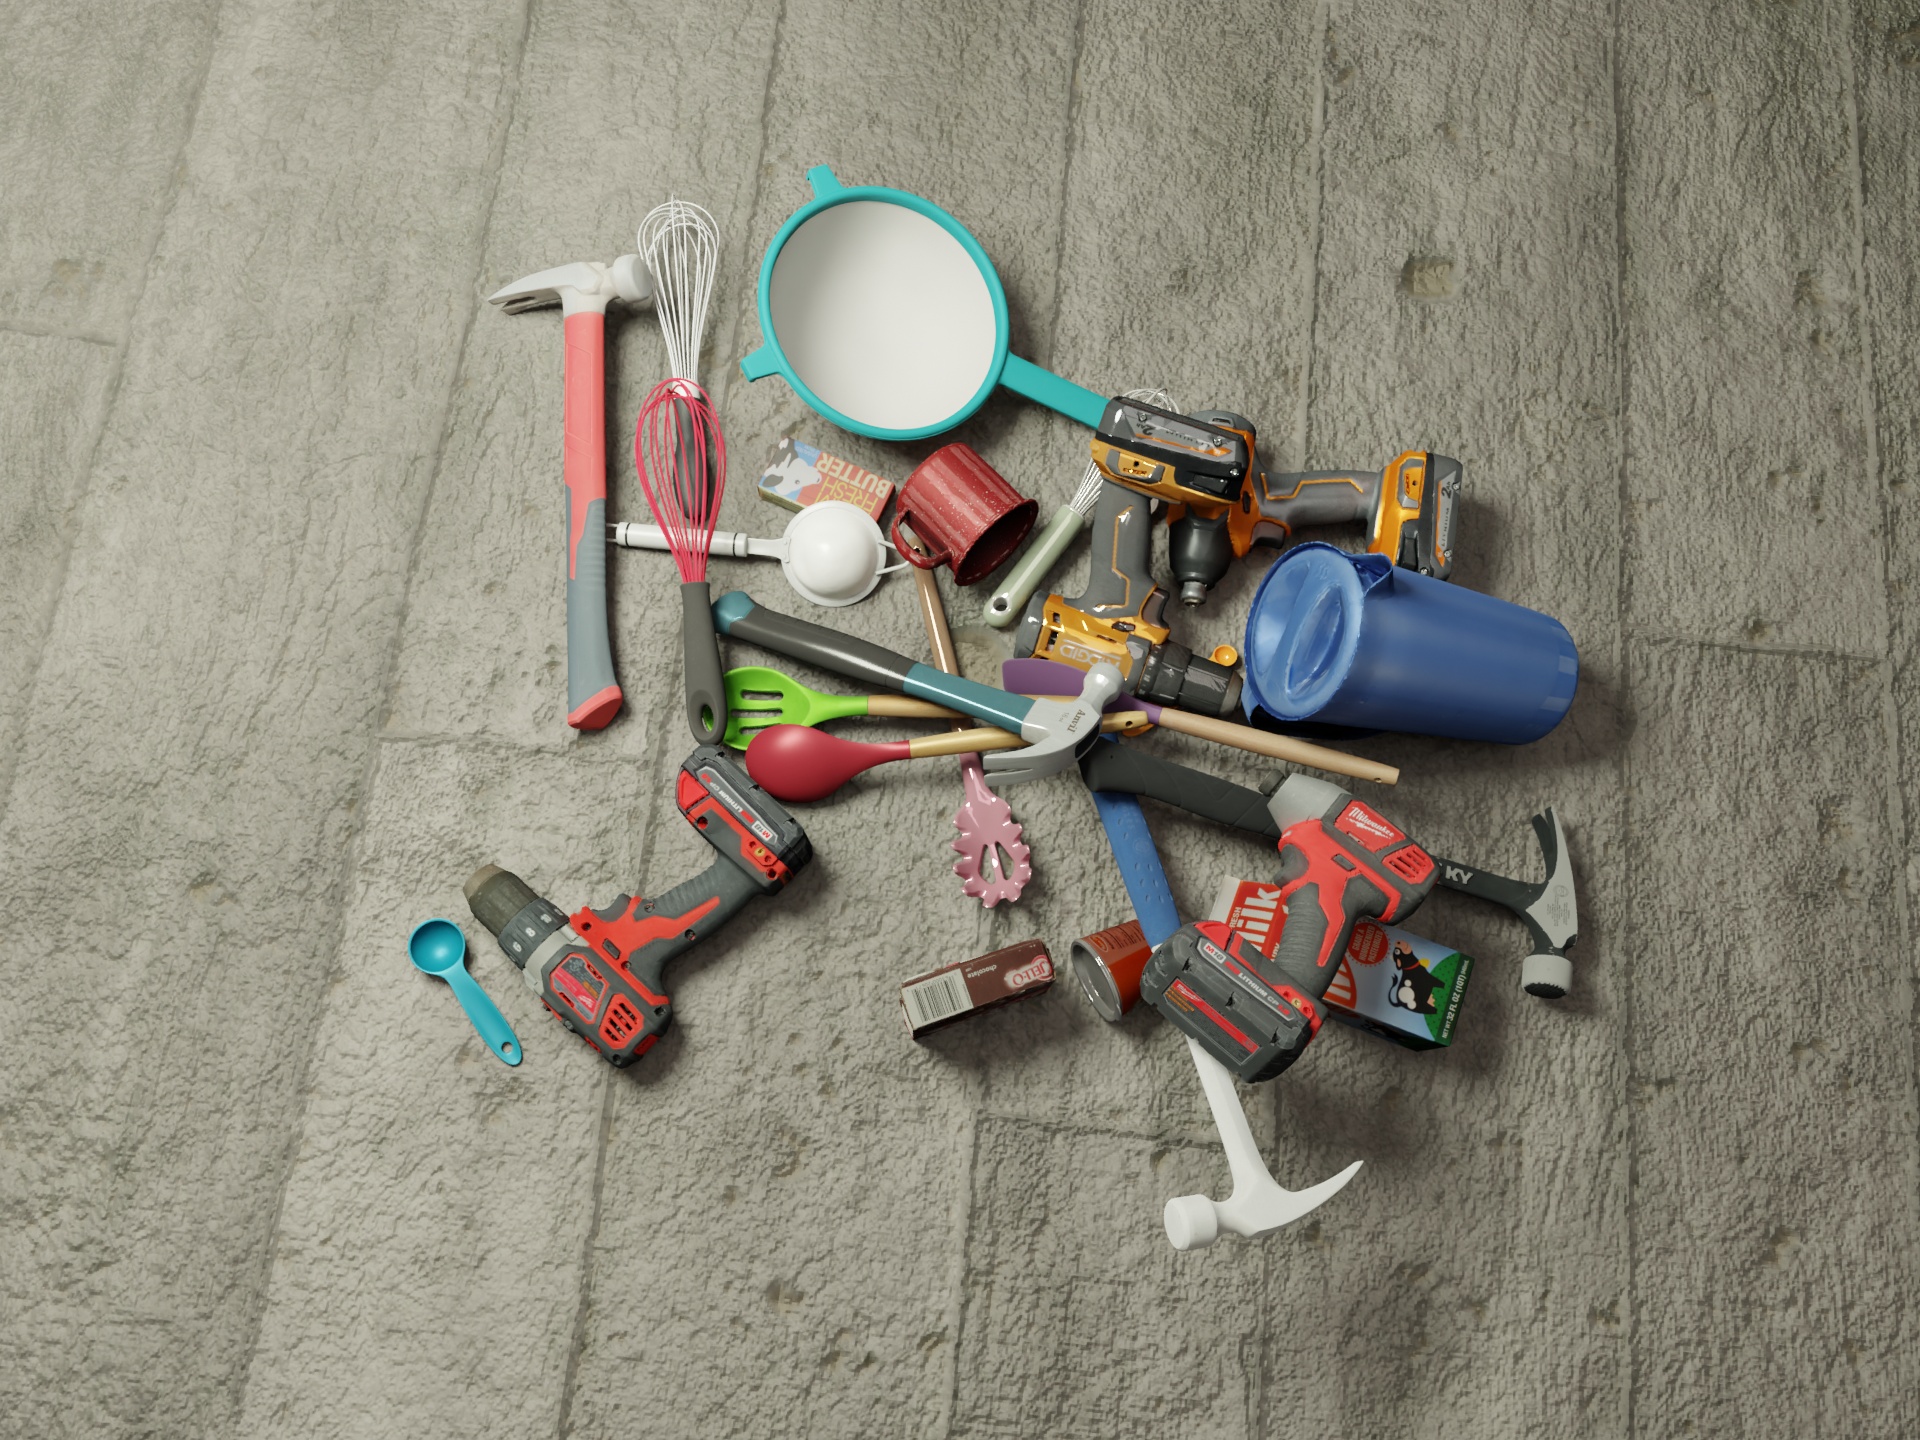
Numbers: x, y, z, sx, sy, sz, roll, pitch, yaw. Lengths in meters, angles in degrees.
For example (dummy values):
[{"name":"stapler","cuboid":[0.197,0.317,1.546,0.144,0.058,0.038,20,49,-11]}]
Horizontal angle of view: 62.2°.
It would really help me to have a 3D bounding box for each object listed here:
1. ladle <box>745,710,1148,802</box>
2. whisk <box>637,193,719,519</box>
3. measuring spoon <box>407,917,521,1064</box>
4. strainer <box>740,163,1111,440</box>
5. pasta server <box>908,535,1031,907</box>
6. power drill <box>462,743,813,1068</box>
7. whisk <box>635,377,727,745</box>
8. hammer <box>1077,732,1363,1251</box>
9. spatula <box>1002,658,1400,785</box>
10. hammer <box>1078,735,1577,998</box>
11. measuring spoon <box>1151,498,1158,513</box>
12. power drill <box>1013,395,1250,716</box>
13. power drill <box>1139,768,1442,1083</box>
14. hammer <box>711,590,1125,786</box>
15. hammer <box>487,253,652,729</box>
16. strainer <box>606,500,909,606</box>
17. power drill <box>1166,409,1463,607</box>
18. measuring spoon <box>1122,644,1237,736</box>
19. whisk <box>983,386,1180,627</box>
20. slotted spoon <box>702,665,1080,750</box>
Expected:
[{"name":"ladle","cuboid":[-0.013,0.020,1.226,0.315,0.031,0.069,-8,115,3]},{"name":"whisk","cuboid":[-0.231,-0.305,1.329,0.070,0.070,0.285,-4,80,-4]},{"name":"measuring spoon","cuboid":[-0.370,0.206,1.203,0.042,0.021,0.128,-35,88,-12]},{"name":"strainer","cuboid":[-0.016,-0.300,1.331,0.340,0.095,0.211,21,76,-18]},{"name":"pasta server","cuboid":[-0.002,-0.004,1.264,0.060,0.040,0.316,-15,74,4]},{"name":"power drill","cuboid":[-0.243,0.122,1.200,0.188,0.080,0.227,42,80,9]},{"name":"whisk","cuboid":[-0.211,-0.125,1.247,0.073,0.073,0.296,-6,84,-4]},{"name":"hammer","cuboid":[0.160,0.174,1.158,0.144,0.035,0.406,-4,55,-19]},{"name":"spatula","cuboid":[0.180,0.002,1.227,0.316,0.059,0.018,16,55,15]},{"name":"hammer","cuboid":[0.284,0.084,1.220,0.409,0.036,0.149,18,64,-5]},{"name":"measuring spoon","cuboid":[0.143,-0.139,1.324,0.034,0.018,0.124,7,81,1]},{"name":"power drill","cuboid":[0.159,-0.119,1.241,0.185,0.084,0.226,20,108,6]},{"name":"power drill","cuboid":[0.230,0.133,1.121,0.143,0.078,0.220,40,58,11]},{"name":"hammer","cuboid":[-0.049,-0.038,1.229,0.331,0.033,0.128,19,52,20]},{"name":"hammer","cuboid":[-0.317,-0.183,1.290,0.143,0.038,0.386,-7,79,20]},{"name":"strainer","cuboid":[-0.170,-0.140,1.290,0.258,0.050,0.087,6,103,6]},{"name":"power drill","cuboid":[0.282,-0.157,1.300,0.226,0.084,0.164,10,75,4]},{"name":"measuring spoon","cuboid":[0.178,-0.022,1.293,0.117,0.011,0.021,-37,66,-8]},{"name":"whisk","cuboid":[0.098,-0.175,1.306,0.058,0.059,0.246,36,85,13]},{"name":"slotted spoon","cuboid":[-0.046,-0.009,1.247,0.314,0.031,0.070,0,75,6]}]
